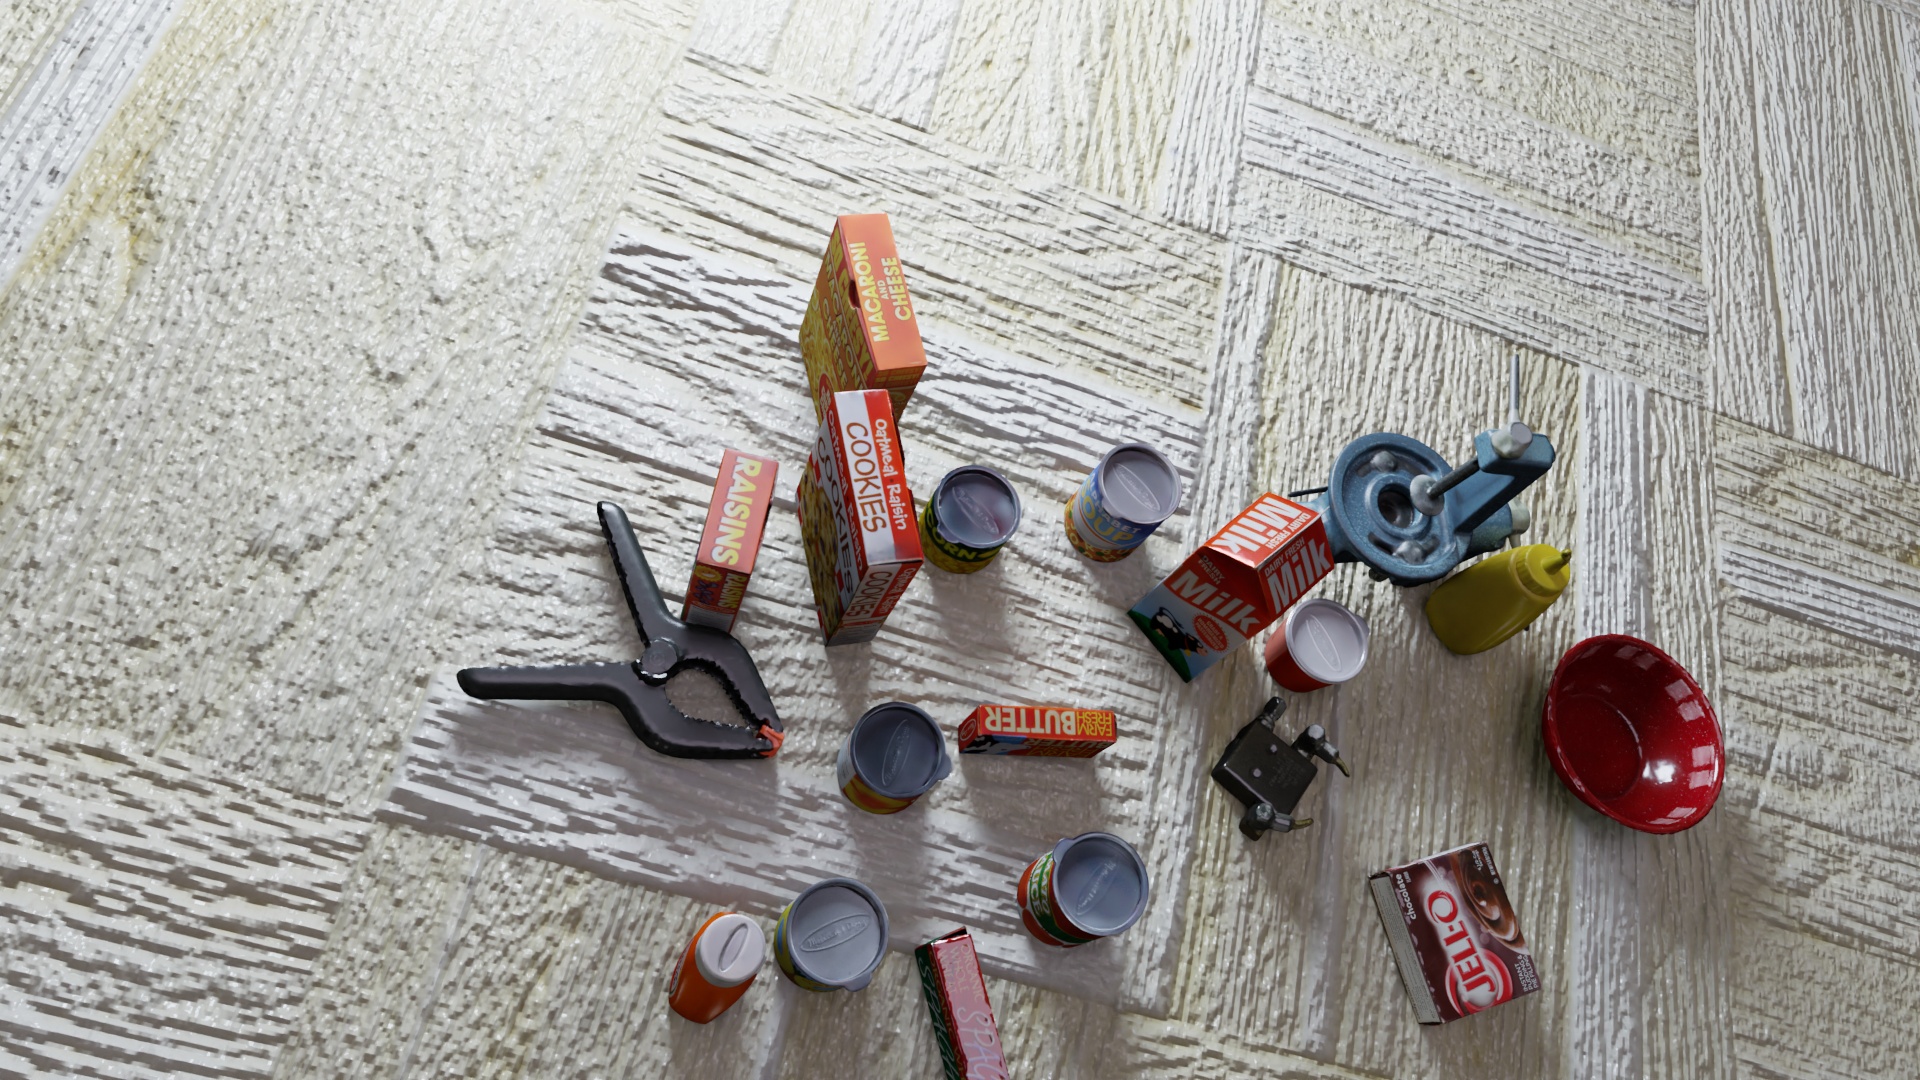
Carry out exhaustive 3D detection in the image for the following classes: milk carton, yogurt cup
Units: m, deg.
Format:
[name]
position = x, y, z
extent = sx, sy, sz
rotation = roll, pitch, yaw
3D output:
[milk carton]
position = 0.198, 0.030, 0.998
extent = 0.072, 0.189, 0.073
rotation = -36, 82, -26
[yogurt cup]
position = 0.271, 0.084, 1.072
extent = 0.072, 0.053, 0.072
rotation = 6, 66, -14

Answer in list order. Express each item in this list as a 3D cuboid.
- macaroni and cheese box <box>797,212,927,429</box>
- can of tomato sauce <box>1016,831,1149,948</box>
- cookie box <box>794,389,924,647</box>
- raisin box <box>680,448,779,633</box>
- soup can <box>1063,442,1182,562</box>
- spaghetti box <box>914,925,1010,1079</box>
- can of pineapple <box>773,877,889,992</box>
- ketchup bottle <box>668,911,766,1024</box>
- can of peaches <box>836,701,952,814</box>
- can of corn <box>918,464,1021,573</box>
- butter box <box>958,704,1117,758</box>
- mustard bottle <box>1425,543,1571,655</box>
[macaroni and cheese box]
position = -0.075, -0.138, 1.003
extent = 0.040, 0.165, 0.124
rotation = -8, 70, -19
[can of tomato sauce]
position = 0.079, 0.236, 0.935
extent = 0.071, 0.082, 0.071
rotation = 6, 66, -14
[cookie box]
position = -0.072, -0.011, 0.950
extent = 0.040, 0.166, 0.123
rotation = -6, 70, -19
[raisin box]
position = -0.157, 0.003, 0.943
extent = 0.040, 0.123, 0.086
rotation = 15, 65, -10
[soup can]
position = 0.120, -0.026, 1.059
extent = 0.071, 0.083, 0.071
rotation = 6, 66, -14
[spaghetti box]
position = 0.020, 0.374, 0.877
extent = 0.029, 0.050, 0.250
rotation = -10, 71, -20
[can of pineapple]
position = -0.084, 0.256, 0.893
extent = 0.071, 0.057, 0.071
rotation = 6, 66, -14
[ketchup bottle]
position = -0.142, 0.251, 0.827
extent = 0.043, 0.148, 0.065
rotation = 28, 63, -3
[can of peaches]
position = -0.046, 0.151, 0.949
extent = 0.071, 0.057, 0.071
rotation = 6, 66, -14
[can of corn]
position = 0.004, -0.013, 1.034
extent = 0.071, 0.058, 0.071
rotation = 6, 66, -14
[butter box]
position = 0.054, 0.136, 0.987
extent = 0.103, 0.053, 0.024
rotation = 4, 67, -14
[mustard bottle]
position = 0.426, 0.039, 1.078
extent = 0.049, 0.159, 0.065
rotation = -24, 76, -24
